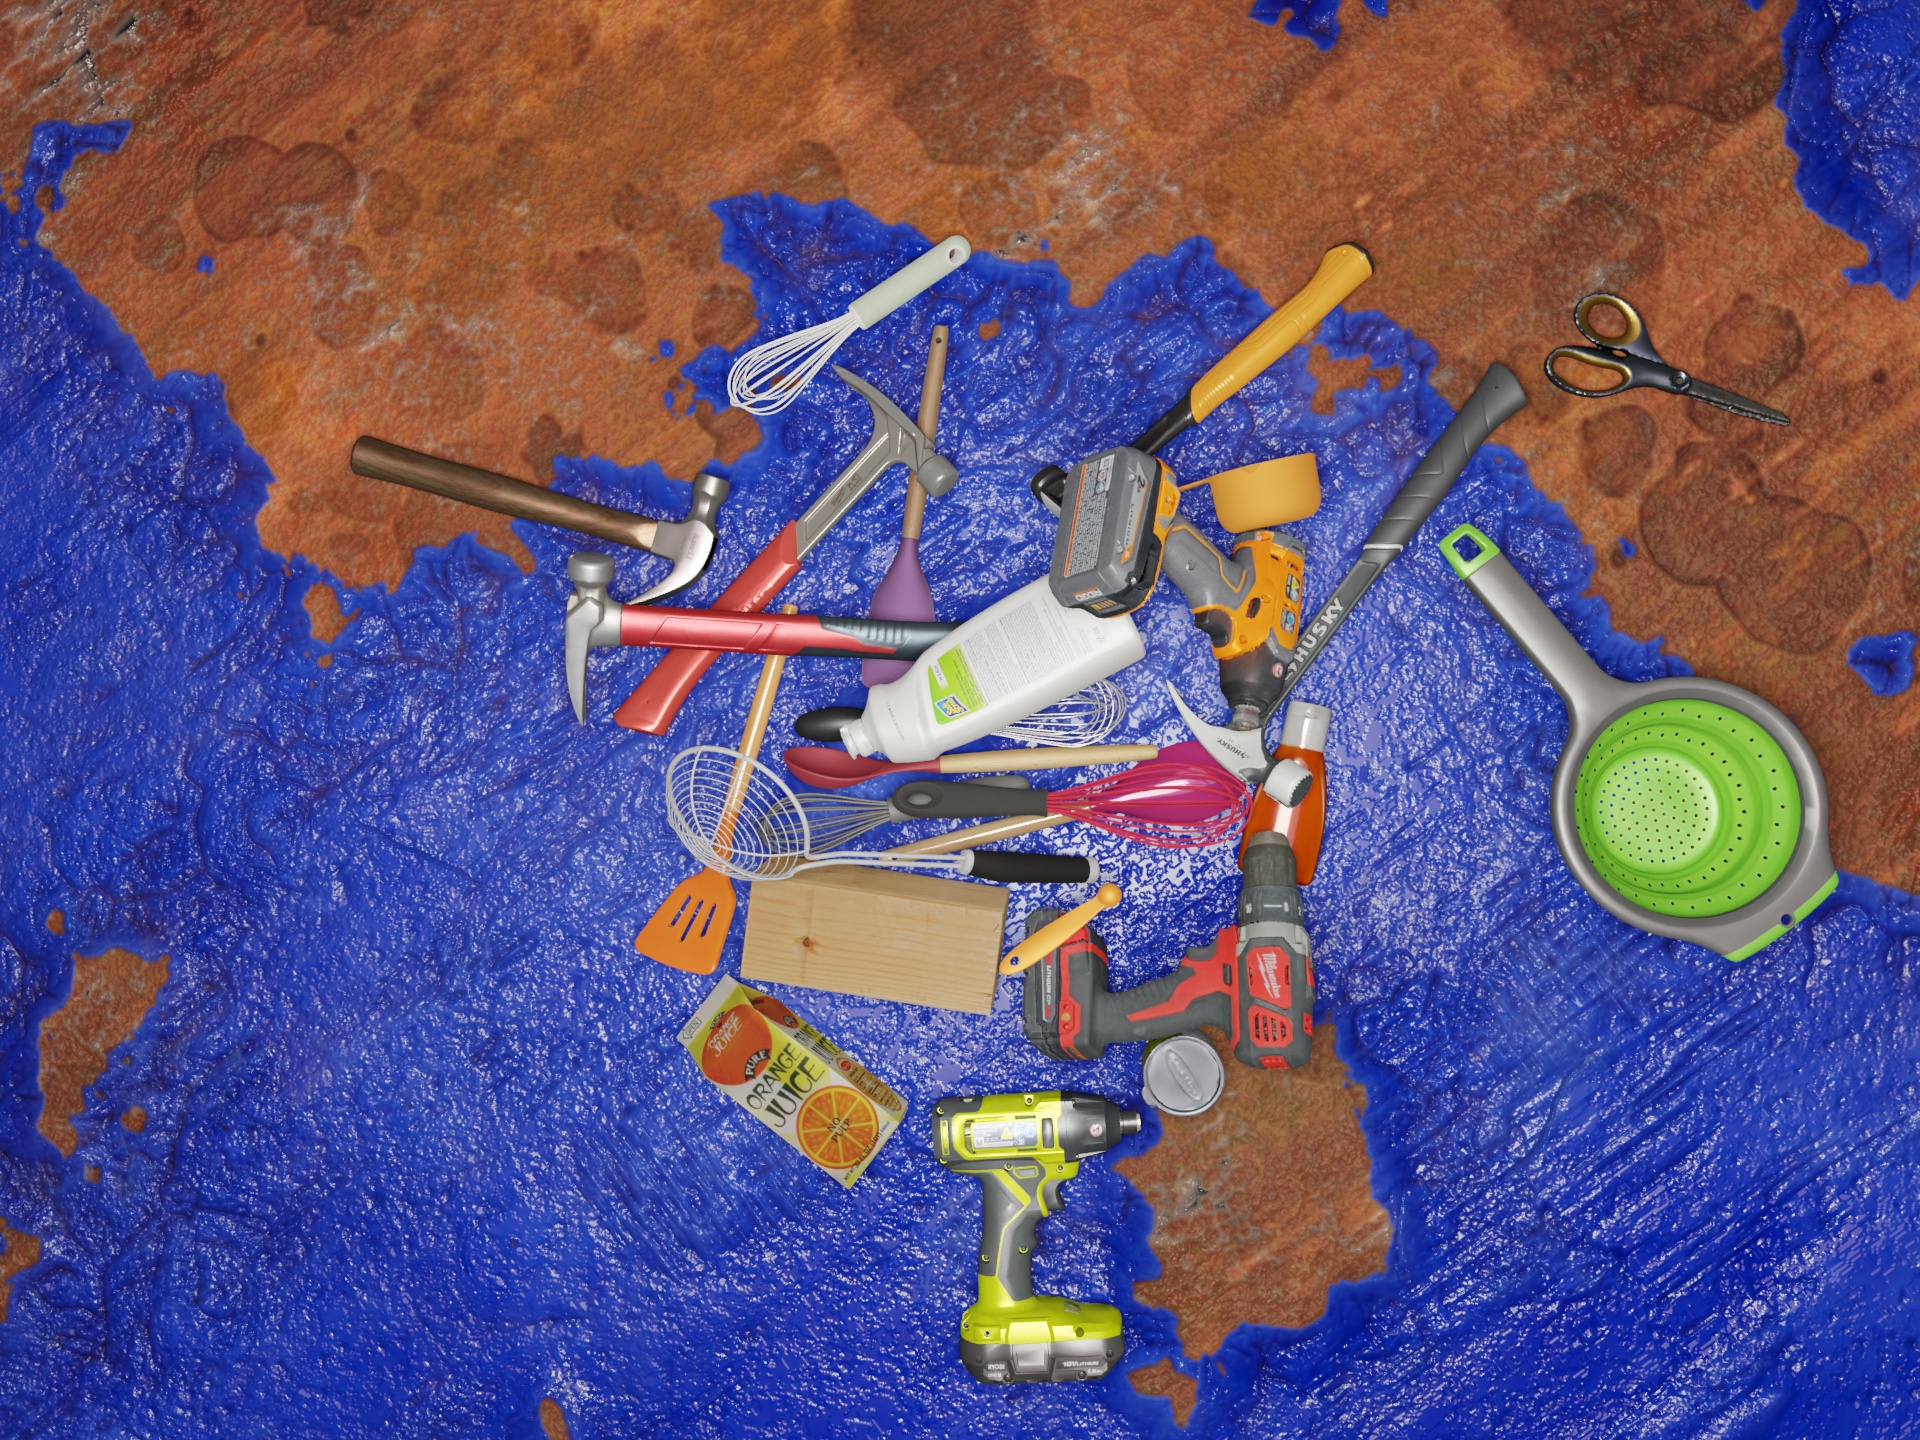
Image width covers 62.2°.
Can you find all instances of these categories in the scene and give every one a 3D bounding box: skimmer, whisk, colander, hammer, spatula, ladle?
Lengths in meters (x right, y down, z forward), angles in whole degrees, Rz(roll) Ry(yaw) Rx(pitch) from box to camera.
[{"bbox_3d":[-0.056,0.086,1.285,0.363,0.127,0.090,6,50,-25],"label":"skimmer"},{"bbox_3d":[-0.095,-0.341,1.362,0.246,0.059,0.057,-34,123,-1],"label":"whisk"},{"bbox_3d":[0.519,0.007,1.282,0.204,0.094,0.397,-38,82,2],"label":"colander"},{"bbox_3d":[-0.171,-0.130,1.358,0.359,0.036,0.149,-46,72,5],"label":"hammer"},{"bbox_3d":[-0.037,-0.181,1.365,0.060,0.018,0.316,8,91,4],"label":"spatula"},{"bbox_3d":[-0.002,-0.005,1.343,0.284,0.070,0.070,-4,89,9],"label":"whisk"},{"bbox_3d":[0.215,-0.273,1.316,0.337,0.034,0.127,-42,44,-2],"label":"hammer"},{"bbox_3d":[0.332,-0.127,1.311,0.149,0.036,0.409,35,86,31],"label":"hammer"},{"bbox_3d":[0.009,0.034,1.341,0.315,0.069,0.031,-3,109,0],"label":"ladle"},{"bbox_3d":[0.091,0.068,1.307,0.296,0.073,0.073,1,89,5],"label":"whisk"},{"bbox_3d":[-0.130,-0.056,1.324,0.386,0.038,0.143,3,111,-9],"label":"hammer"},{"bbox_3d":[-0.193,0.054,1.360,0.081,0.041,0.322,16,88,21],"label":"spatula"},{"bbox_3d":[-0.059,0.074,1.347,0.239,0.055,0.055,-10,88,0],"label":"whisk"},{"bbox_3d":[-0.373,-0.187,1.385,0.331,0.031,0.130,15,90,5],"label":"hammer"}]

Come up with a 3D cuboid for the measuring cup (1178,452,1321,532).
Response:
[{"bbox_3d":[0.214,-0.176,1.323,0.173,0.095,0.052,-13,93,22],"label":"measuring cup"}]

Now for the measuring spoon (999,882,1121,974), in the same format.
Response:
[{"bbox_3d":[0.079,0.166,1.268,0.117,0.011,0.021,-35,61,1],"label":"measuring spoon"}]

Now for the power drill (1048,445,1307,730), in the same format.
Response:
[{"bbox_3d":[0.176,-0.097,1.226,0.226,0.084,0.164,24,67,-34],"label":"power drill"}]

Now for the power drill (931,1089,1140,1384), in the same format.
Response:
[{"bbox_3d":[0.069,0.421,1.316,0.171,0.080,0.223,-4,85,4],"label":"power drill"}]

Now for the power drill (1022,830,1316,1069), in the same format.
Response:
[{"bbox_3d":[0.170,0.186,1.277,0.227,0.080,0.188,-6,66,19],"label":"power drill"}]

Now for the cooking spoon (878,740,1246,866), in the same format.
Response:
[{"bbox_3d":[0.085,0.080,1.349,0.319,0.017,0.069,-15,86,4],"label":"cooking spoon"}]
